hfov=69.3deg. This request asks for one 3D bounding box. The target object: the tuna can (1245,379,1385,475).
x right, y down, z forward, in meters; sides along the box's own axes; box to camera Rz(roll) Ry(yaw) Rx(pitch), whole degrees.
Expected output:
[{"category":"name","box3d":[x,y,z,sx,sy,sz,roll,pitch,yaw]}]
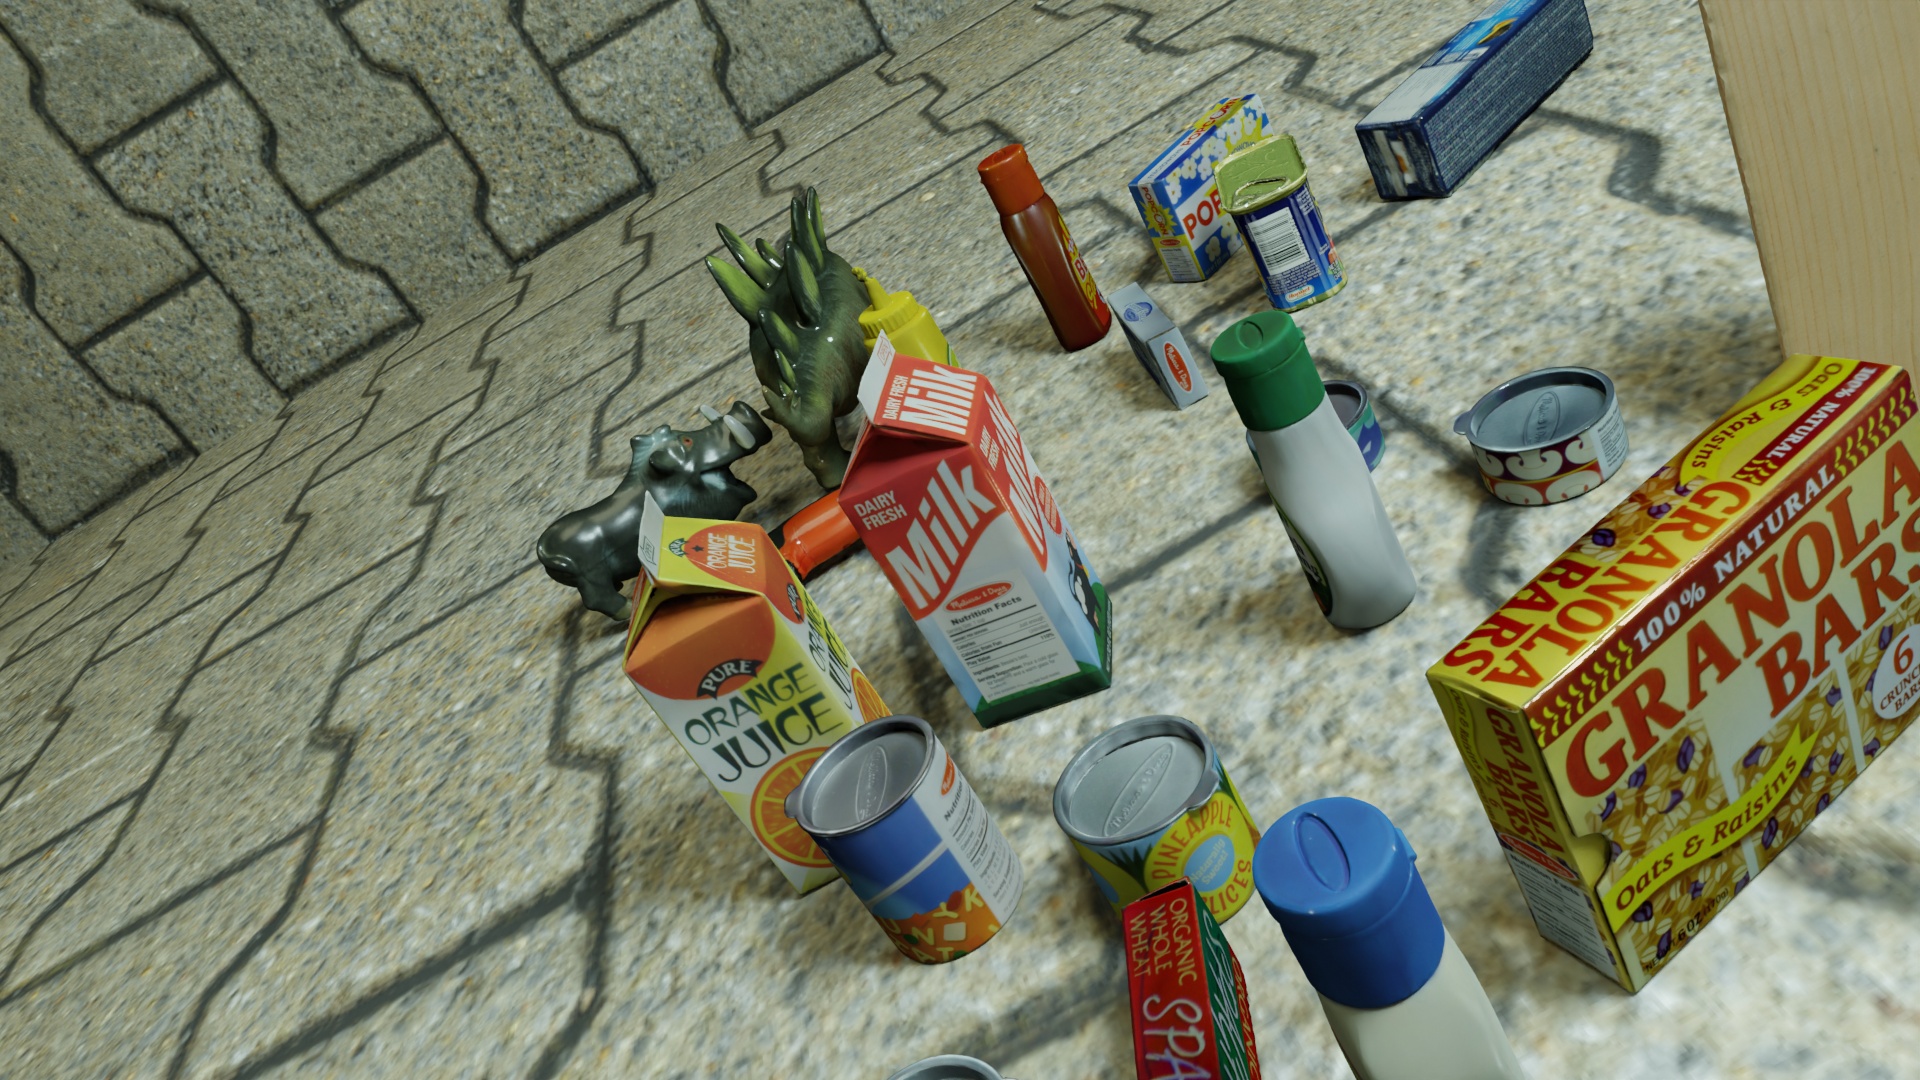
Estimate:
[{"category":"tuna can","box3d":[0.186,-0.051,0.731,0.071,0.032,0.071,-24,28,14]}]

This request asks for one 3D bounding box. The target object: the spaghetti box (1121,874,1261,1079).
[{"category":"spaghetti box","box3d":[0.075,0.204,0.391,0.028,0.050,0.251,-23,28,15]}]

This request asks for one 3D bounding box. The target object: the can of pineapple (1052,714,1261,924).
[{"category":"can of pineapple","box3d":[0.078,0.111,0.537,0.071,0.057,0.071,-24,27,14]}]

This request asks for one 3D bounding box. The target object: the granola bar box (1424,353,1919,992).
[{"category":"granola bar box","box3d":[0.233,0.040,0.428,0.166,0.124,0.039,-37,27,-12]}]

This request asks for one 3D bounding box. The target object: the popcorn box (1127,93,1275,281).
[{"category":"popcorn box","box3d":[0.188,-0.261,1.029,0.127,0.085,0.038,-45,30,-26]}]

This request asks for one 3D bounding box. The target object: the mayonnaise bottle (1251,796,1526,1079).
[{"category":"mayonnaise bottle","box3d":[0.120,0.130,0.364,0.041,0.147,0.065,-28,27,7]}]

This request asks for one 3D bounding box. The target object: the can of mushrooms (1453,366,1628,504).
[{"category":"can of mushrooms","box3d":[0.268,-0.048,0.642,0.071,0.033,0.071,-24,28,14]}]

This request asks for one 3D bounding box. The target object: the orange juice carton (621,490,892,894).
[{"category":"orange juice carton","box3d":[-0.094,0.065,0.643,0.073,0.192,0.072,-29,27,5]}]

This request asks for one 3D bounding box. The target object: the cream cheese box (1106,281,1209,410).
[{"category":"cream cheese box","box3d":[0.126,-0.127,0.899,0.024,0.053,0.104,-29,27,6]}]

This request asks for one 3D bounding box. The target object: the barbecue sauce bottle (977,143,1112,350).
[{"category":"barbecue sauce bottle","box3d":[0.061,-0.213,1.007,0.043,0.148,0.065,-23,28,16]}]

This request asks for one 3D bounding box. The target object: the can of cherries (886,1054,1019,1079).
[{"category":"can of cherries","box3d":[0.003,0.210,0.445,0.071,0.058,0.072,-24,27,14]}]

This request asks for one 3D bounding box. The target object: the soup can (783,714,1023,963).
[{"category":"soup can","box3d":[-0.023,0.127,0.586,0.071,0.083,0.072,-24,27,14]}]

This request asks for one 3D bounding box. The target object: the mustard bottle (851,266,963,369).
[{"category":"mustard bottle","box3d":[-0.026,-0.112,0.910,0.049,0.159,0.065,-26,27,11]}]

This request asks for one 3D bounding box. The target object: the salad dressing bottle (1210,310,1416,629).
[{"category":"salad dressing bottle","box3d":[0.153,-0.029,0.601,0.044,0.147,0.064,-25,27,13]}]

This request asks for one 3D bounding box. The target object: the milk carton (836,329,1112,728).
[{"category":"milk carton","box3d":[0.002,-0.008,0.672,0.073,0.190,0.073,-21,28,19]}]
